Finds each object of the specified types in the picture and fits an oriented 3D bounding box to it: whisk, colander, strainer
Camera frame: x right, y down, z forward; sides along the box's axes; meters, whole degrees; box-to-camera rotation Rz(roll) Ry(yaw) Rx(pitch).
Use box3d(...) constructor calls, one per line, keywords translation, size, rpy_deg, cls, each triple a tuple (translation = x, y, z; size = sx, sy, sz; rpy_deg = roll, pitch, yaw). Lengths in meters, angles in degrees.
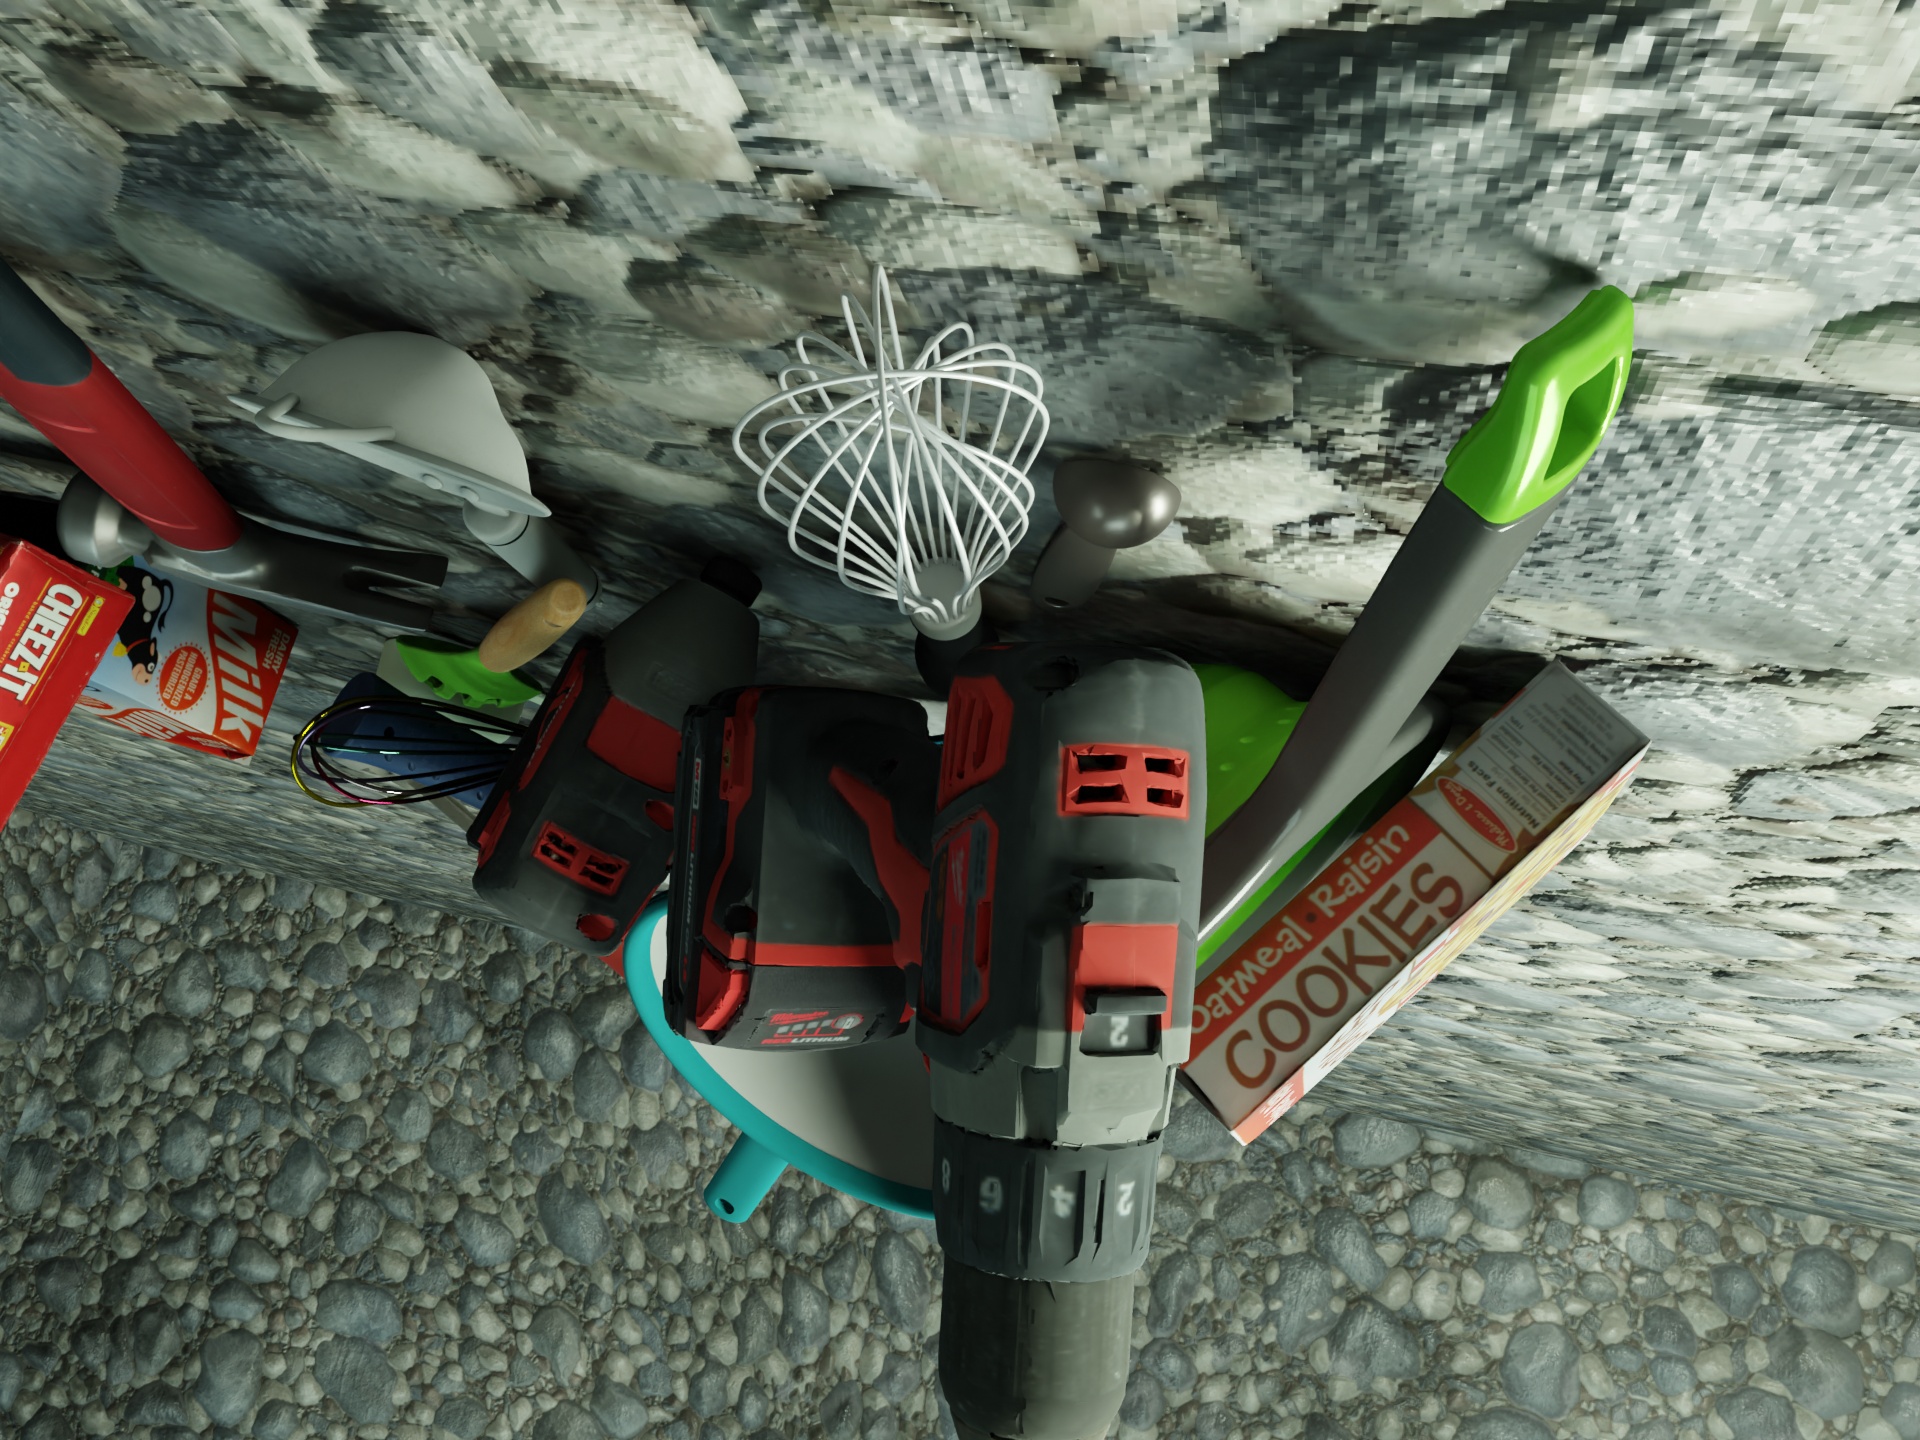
box3d(translation=(-0.202, 0.017, 0.753), size=(0.051, 0.047, 0.244), rpy_deg=(-5, 175, 38), cls="whisk")
box3d(translation=(-0.007, -0.044, 0.446), size=(0.070, 0.070, 0.284), rpy_deg=(12, 171, 5), cls="whisk")
box3d(translation=(0.068, 0.004, 0.462), size=(0.094, 0.204, 0.396), rpy_deg=(45, 155, 17), cls="colander")
box3d(translation=(-0.060, 0.157, 0.767), size=(0.211, 0.095, 0.340), rpy_deg=(34, 142, 2), cls="strainer")
box3d(translation=(-0.148, -0.069, 0.496), size=(0.087, 0.050, 0.258), rpy_deg=(19, 172, 4), cls="strainer")

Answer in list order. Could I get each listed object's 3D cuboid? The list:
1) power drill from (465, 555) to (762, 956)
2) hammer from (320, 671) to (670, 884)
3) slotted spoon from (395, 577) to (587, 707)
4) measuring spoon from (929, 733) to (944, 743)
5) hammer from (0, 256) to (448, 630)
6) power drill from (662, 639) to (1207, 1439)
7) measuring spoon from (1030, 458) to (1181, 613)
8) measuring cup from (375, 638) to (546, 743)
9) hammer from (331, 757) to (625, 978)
box3d(translation=(-0.132, 0.014, 0.620), size=(0.078, 0.143, 0.219), rpy_deg=(29, 168, -12), cls="power drill")
box3d(translation=(-0.161, 0.072, 0.874), size=(0.035, 0.144, 0.405), rpy_deg=(23, 172, 45), cls="hammer")
box3d(translation=(-0.184, -0.029, 0.637), size=(0.070, 0.031, 0.314), rpy_deg=(20, 169, -21), cls="slotted spoon")
box3d(translation=(-0.001, -0.002, 0.672), size=(0.128, 0.021, 0.042), rpy_deg=(-7, 176, 33), cls="measuring spoon")
box3d(translation=(-0.257, -0.106, 0.457), size=(0.143, 0.038, 0.386), rpy_deg=(13, 166, -3), cls="hammer")
box3d(translation=(-0.013, 0.073, 0.432), size=(0.080, 0.188, 0.227), rpy_deg=(4, 180, -25), cls="power drill")
box3d(translation=(0.035, -0.045, 0.461), size=(0.034, 0.018, 0.124), rpy_deg=(14, 166, -3), cls="measuring spoon")
box3d(translation=(-0.231, 0.004, 0.846), size=(0.167, 0.038, 0.083), rpy_deg=(26, 161, -34), cls="measuring cup")
box3d(translation=(-0.264, 0.112, 1.036), size=(0.359, 0.037, 0.149), rpy_deg=(32, 173, 29), cls="hammer")
